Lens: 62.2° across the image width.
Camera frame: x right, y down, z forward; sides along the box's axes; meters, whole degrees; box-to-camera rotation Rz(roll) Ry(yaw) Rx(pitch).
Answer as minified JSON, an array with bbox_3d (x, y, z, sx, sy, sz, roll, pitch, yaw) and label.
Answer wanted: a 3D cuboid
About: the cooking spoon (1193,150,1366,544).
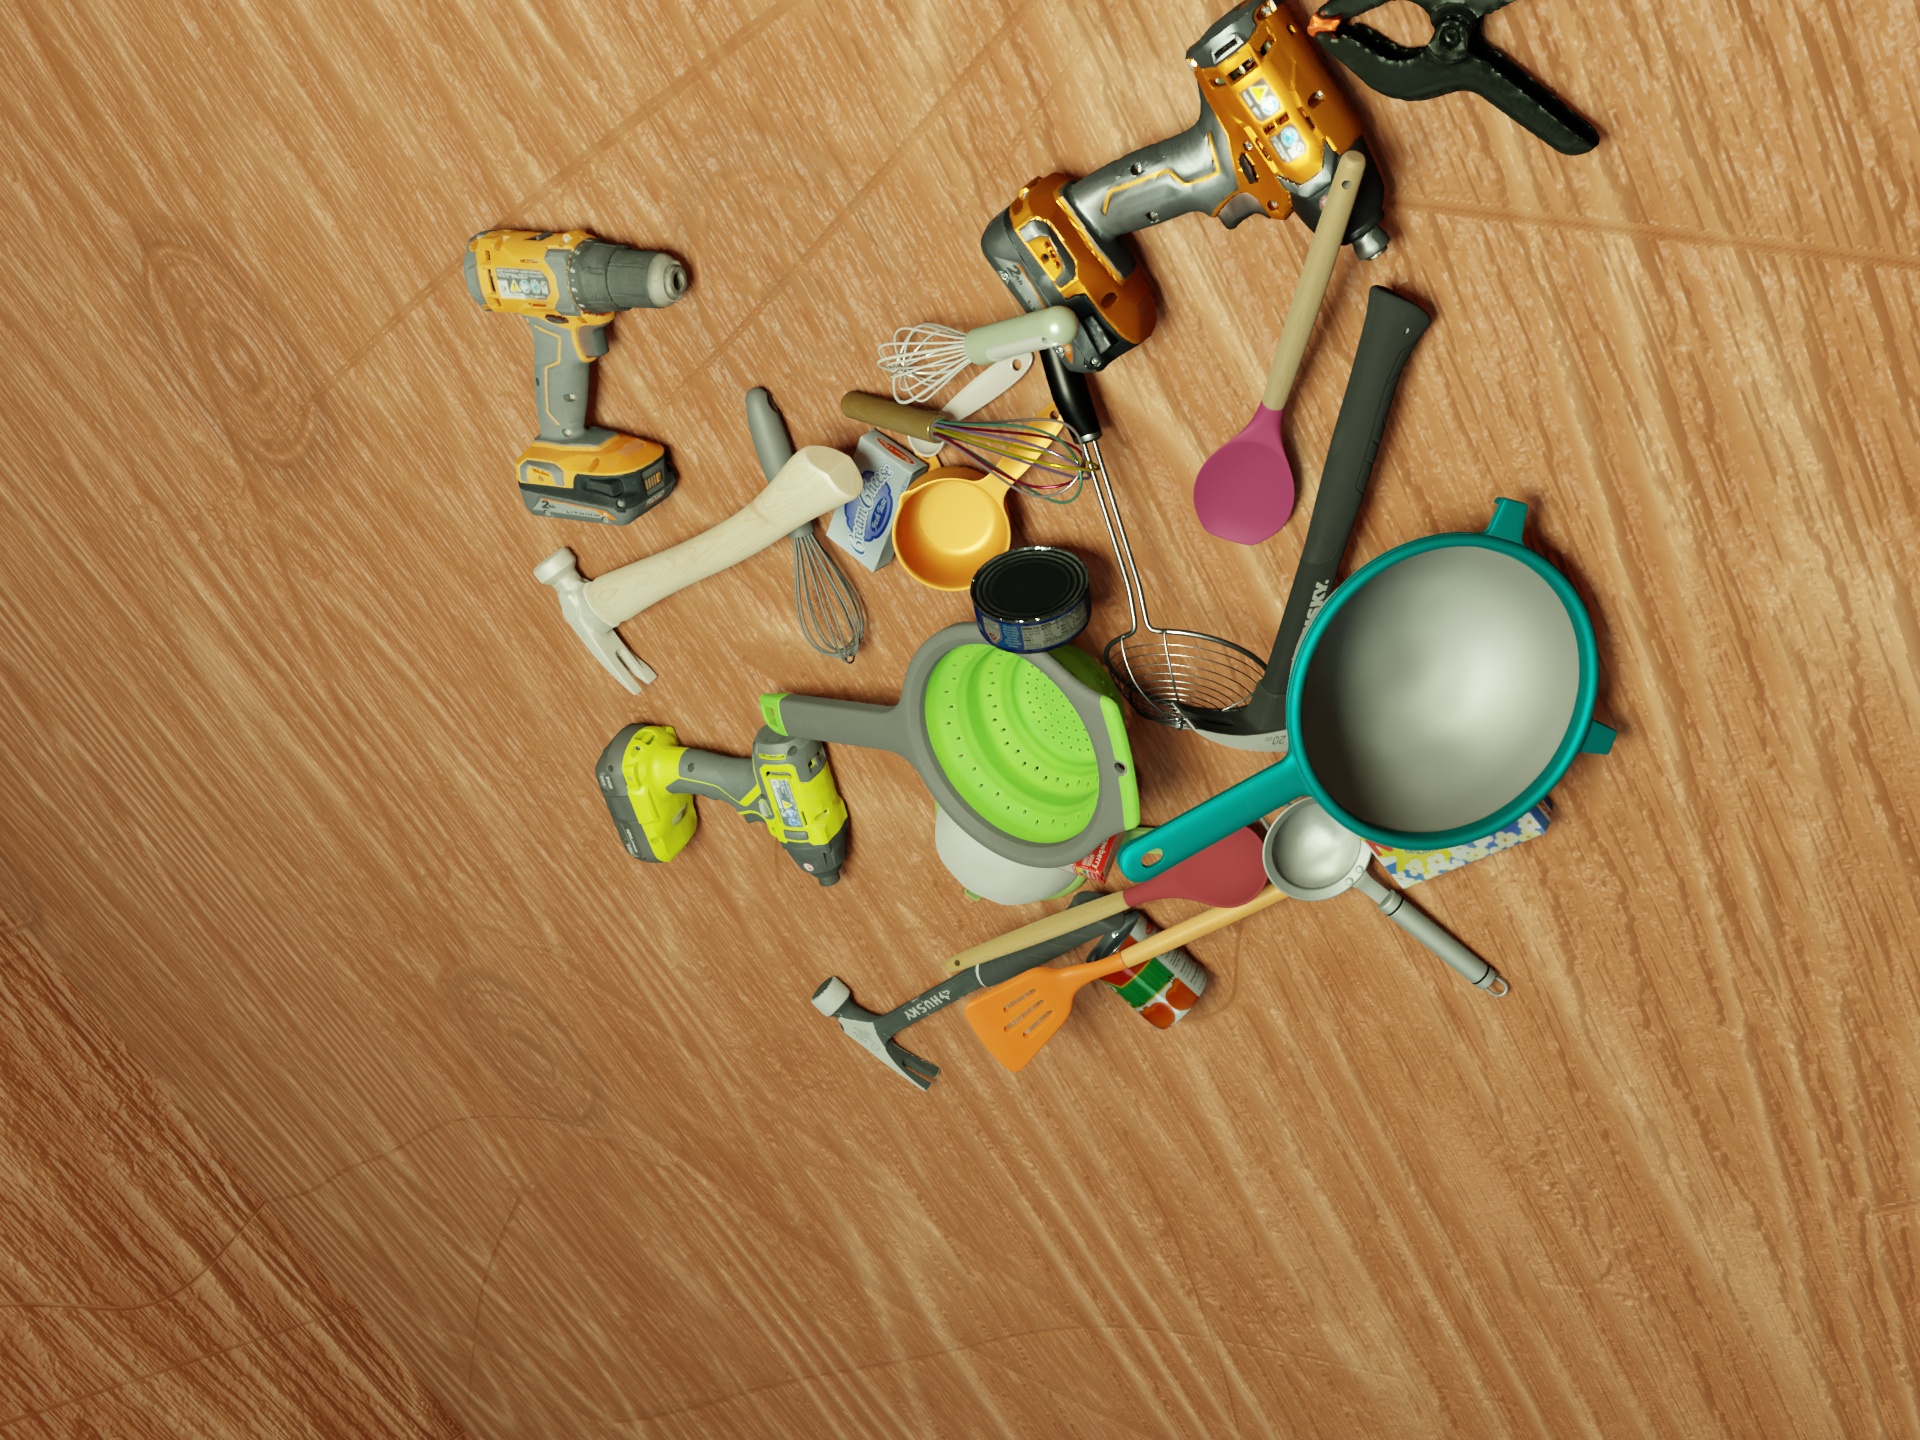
[{"bbox_3d":[0.204,-0.219,1.000,0.069,0.017,0.318,19,146,7],"label":"cooking spoon"}]

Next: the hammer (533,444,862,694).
[{"bbox_3d":[-0.209,-0.127,1.309,0.410,0.038,0.146,-17,113,48],"label":"hammer"}]

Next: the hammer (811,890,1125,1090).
[{"bbox_3d":[0.015,0.245,1.481,0.149,0.036,0.409,45,137,-8],"label":"hammer"}]

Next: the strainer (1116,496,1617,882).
[{"bbox_3d":[0.247,0.004,1.054,0.340,0.095,0.210,-29,109,1],"label":"strainer"}]

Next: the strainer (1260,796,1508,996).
[{"bbox_3d":[0.324,0.136,1.228,0.258,0.050,0.087,38,99,-7],"label":"strainer"}]

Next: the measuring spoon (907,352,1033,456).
[{"bbox_3d":[0.010,-0.233,1.156,0.124,0.018,0.034,-31,86,35],"label":"measuring spoon"}]

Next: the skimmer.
[{"bbox_3d":[0.124,-0.152,1.136,0.127,0.090,0.363,-6,110,43],"label":"skimmer"}]

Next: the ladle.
[{"bbox_3d":[0.115,0.156,1.308,0.315,0.031,0.069,-25,79,28],"label":"ladle"}]

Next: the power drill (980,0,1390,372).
[{"bbox_3d":[0.142,-0.309,0.974,0.226,0.084,0.164,-28,108,38],"label":"power drill"}]

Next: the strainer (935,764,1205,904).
[{"bbox_3d":[0.079,0.112,1.334,0.256,0.069,0.151,1,124,32],"label":"strainer"}]

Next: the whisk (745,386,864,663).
[{"bbox_3d":[-0.126,-0.153,1.278,0.055,0.055,0.238,-2,117,32],"label":"whisk"}]

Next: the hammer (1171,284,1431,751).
[{"bbox_3d":[0.238,-0.121,1.048,0.035,0.146,0.334,-124,35,-48],"label":"hammer"}]

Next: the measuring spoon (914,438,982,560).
[{"bbox_3d":[-0.007,-0.165,1.220,0.021,0.011,0.116,-7,116,42],"label":"measuring spoon"}]

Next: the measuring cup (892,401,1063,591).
[{"bbox_3d":[0.021,-0.175,1.174,0.095,0.052,0.173,38,109,-13],"label":"measuring cup"}]

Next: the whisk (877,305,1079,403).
[{"bbox_3d":[0.009,-0.247,1.057,0.057,0.059,0.246,13,179,-27],"label":"whisk"}]

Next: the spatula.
[{"bbox_3d":[0.155,0.191,1.298,0.322,0.041,0.081,-28,110,20],"label":"spatula"}]

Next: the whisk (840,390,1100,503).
[{"bbox_3d":[0.002,-0.201,1.126,0.245,0.047,0.051,24,141,40],"label":"whisk"}]

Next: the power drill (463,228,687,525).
[{"bbox_3d":[-0.287,-0.273,1.259,0.185,0.084,0.226,9,123,23],"label":"power drill"}]

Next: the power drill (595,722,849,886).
[{"bbox_3d":[-0.215,0.077,1.482,0.223,0.080,0.171,2,124,26],"label":"power drill"}]

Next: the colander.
[{"bbox_3d":[-0.002,-0.004,1.286,0.397,0.094,0.204,8,120,41],"label":"colander"}]
